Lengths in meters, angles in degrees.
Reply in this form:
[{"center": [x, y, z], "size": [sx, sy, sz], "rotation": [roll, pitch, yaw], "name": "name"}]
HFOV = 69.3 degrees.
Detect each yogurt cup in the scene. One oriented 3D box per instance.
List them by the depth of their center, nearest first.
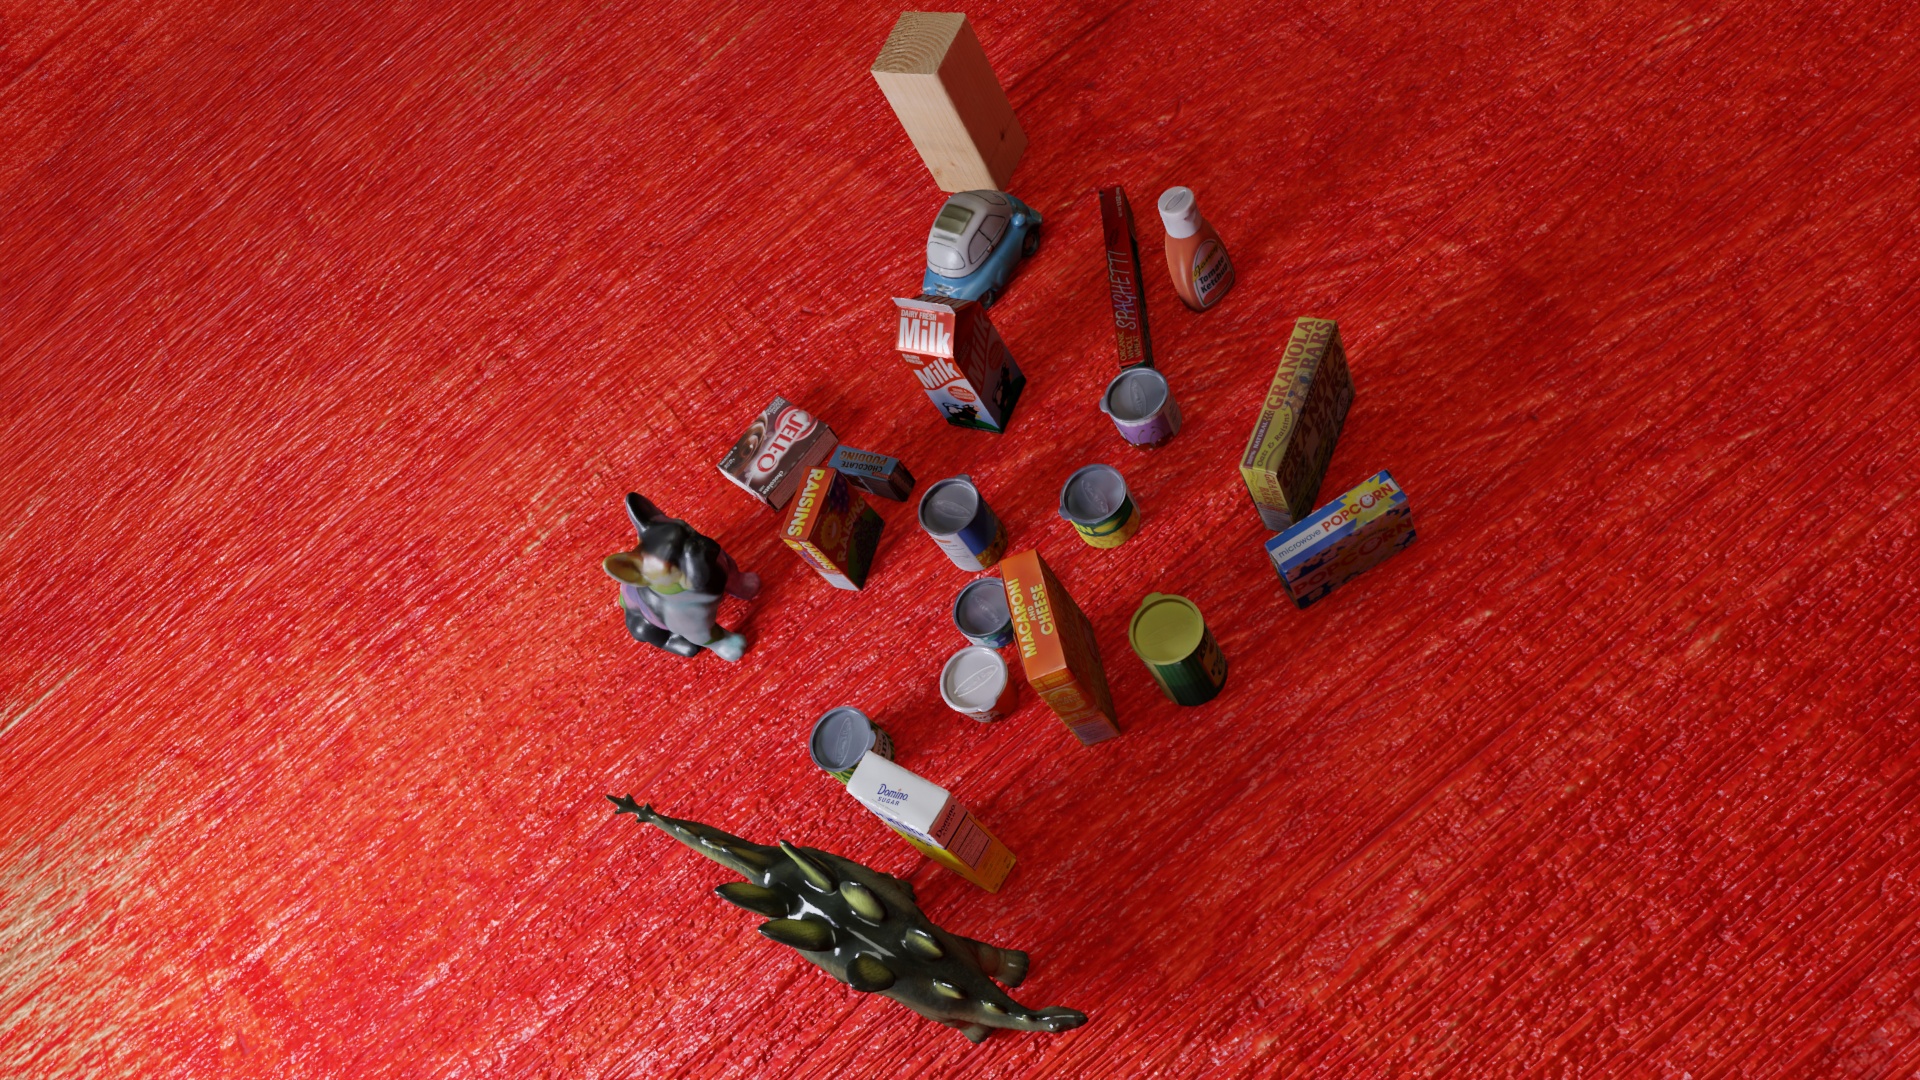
[{"center": [0.021, 0.140, 1.325], "size": [0.072, 0.053, 0.073], "rotation": [-11, 59, 19], "name": "yogurt cup"}]

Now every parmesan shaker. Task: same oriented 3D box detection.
[{"center": [0.195, 0.097, 1.240], "size": [0.071, 0.102, 0.071], "rotation": [-11, 59, 19], "name": "parmesan shaker"}]

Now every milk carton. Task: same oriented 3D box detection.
[{"center": [-0.004, -0.193, 1.441], "size": [0.072, 0.190, 0.073], "rotation": [13, 69, 30], "name": "milk carton"}]

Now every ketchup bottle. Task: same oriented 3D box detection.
[{"center": [0.237, -0.300, 1.418], "size": [0.065, 0.148, 0.043], "rotation": [-47, 54, -5], "name": "ketchup bottle"}]

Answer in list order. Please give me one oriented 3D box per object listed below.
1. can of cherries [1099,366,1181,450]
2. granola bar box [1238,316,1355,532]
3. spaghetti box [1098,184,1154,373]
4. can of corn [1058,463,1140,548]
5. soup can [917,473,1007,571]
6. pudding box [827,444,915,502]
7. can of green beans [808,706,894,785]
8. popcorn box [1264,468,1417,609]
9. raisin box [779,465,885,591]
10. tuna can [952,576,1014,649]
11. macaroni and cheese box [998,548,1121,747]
[{"center": [0.183, -0.132, 1.403], "size": [0.071, 0.058, 0.072], "rotation": [-11, 59, 19], "name": "can of cherries"}, {"center": [0.314, -0.104, 1.287], "size": [0.039, 0.124, 0.166], "rotation": [14, 69, 30], "name": "granola bar box"}, {"center": [0.178, -0.273, 1.491], "size": [0.028, 0.050, 0.251], "rotation": [-13, 58, 18], "name": "spaghetti box"}, {"center": [0.136, -0.032, 1.367], "size": [0.071, 0.058, 0.071], "rotation": [-11, 59, 19], "name": "can of corn"}, {"center": [0.005, -0.018, 1.403], "size": [0.071, 0.083, 0.071], "rotation": [-11, 59, 19], "name": "soup can"}, {"center": [-0.096, -0.073, 1.502], "size": [0.084, 0.049, 0.030], "rotation": [15, 70, 30], "name": "pudding box"}, {"center": [-0.104, 0.201, 1.345], "size": [0.071, 0.057, 0.071], "rotation": [-11, 59, 19], "name": "can of green beans"}, {"center": [0.340, 0.001, 1.239], "size": [0.126, 0.085, 0.038], "rotation": [-32, 54, 5], "name": "popcorn box"}, {"center": [-0.130, -0.011, 1.437], "size": [0.040, 0.123, 0.086], "rotation": [7, 66, 28], "name": "raisin box"}, {"center": [0.030, 0.070, 1.373], "size": [0.071, 0.032, 0.071], "rotation": [-11, 59, 19], "name": "tuna can"}, {"center": [0.090, 0.099, 1.247], "size": [0.040, 0.166, 0.124], "rotation": [-21, 56, 13], "name": "macaroni and cheese box"}]
